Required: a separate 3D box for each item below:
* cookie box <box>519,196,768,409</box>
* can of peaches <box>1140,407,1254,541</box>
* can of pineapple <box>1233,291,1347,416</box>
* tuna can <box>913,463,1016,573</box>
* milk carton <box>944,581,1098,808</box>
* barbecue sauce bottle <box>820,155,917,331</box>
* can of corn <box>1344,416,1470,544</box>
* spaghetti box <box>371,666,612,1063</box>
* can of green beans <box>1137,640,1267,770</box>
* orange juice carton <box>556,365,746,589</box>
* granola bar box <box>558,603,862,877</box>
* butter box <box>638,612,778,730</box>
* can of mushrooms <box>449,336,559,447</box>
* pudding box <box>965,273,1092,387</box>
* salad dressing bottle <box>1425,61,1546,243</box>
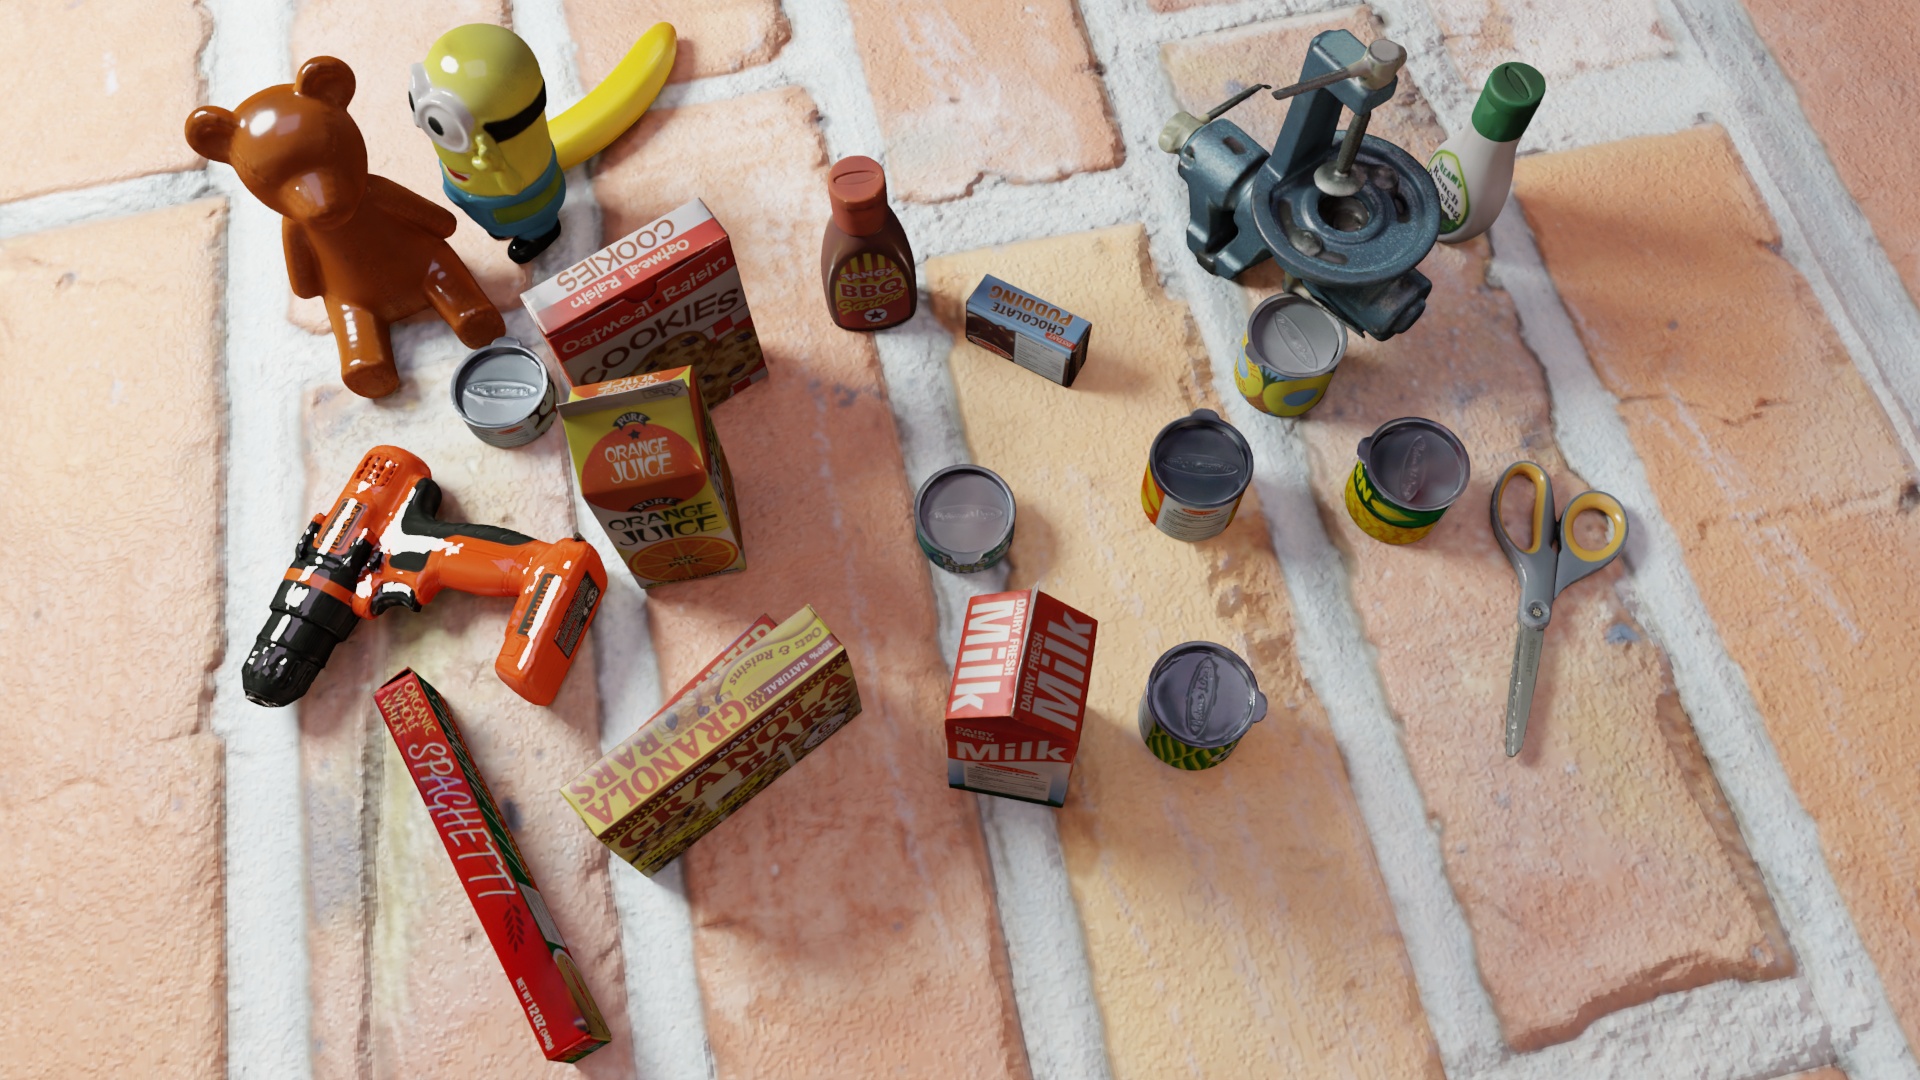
[{"bbox_3d":[-0.194,-0.128,0.885,0.123,0.166,0.040,-33,70,-13],"label":"cookie box"},{"bbox_3d":[0.153,-0.042,0.903,0.071,0.058,0.071,0,67,1],"label":"can of peaches"},{"bbox_3d":[0.220,-0.125,0.938,0.071,0.057,0.071,0,67,1],"label":"can of pineapple"},{"bbox_3d":[0.003,-0.011,0.905,0.071,0.032,0.071,0,66,1],"label":"tuna can"},{"bbox_3d":[0.033,0.088,0.775,0.073,0.189,0.072,10,67,5],"label":"milk carton"},{"bbox_3d":[-0.063,-0.195,0.923,0.065,0.148,0.044,-9,67,-3],"label":"barbecue sauce bottle"},{"bbox_3d":[0.285,-0.039,0.900,0.071,0.058,0.071,0,67,1],"label":"can of corn"},{"bbox_3d":[-0.276,0.187,0.812,0.029,0.050,0.250,-30,69,-12],"label":"spaghetti box"},{"bbox_3d":[0.143,0.101,0.840,0.071,0.057,0.071,0,67,1],"label":"can of green beans"},{"bbox_3d":[-0.182,-0.042,0.834,0.072,0.192,0.073,-11,67,-4],"label":"orange juice carton"},{"bbox_3d":[-0.135,0.119,0.800,0.166,0.123,0.039,-37,71,-14],"label":"granola bar box"},{"bbox_3d":[-0.146,0.094,0.849,0.024,0.053,0.104,42,73,16],"label":"butter box"},{"bbox_3d":[-0.309,-0.101,0.947,0.071,0.033,0.071,0,66,1],"label":"can of mushrooms"},{"bbox_3d":[0.046,-0.144,0.953,0.084,0.049,0.030,27,70,12],"label":"pudding box"},{"bbox_3d":[0.355,-0.263,0.949,0.044,0.147,0.064,-19,68,-7],"label":"salad dressing bottle"}]
